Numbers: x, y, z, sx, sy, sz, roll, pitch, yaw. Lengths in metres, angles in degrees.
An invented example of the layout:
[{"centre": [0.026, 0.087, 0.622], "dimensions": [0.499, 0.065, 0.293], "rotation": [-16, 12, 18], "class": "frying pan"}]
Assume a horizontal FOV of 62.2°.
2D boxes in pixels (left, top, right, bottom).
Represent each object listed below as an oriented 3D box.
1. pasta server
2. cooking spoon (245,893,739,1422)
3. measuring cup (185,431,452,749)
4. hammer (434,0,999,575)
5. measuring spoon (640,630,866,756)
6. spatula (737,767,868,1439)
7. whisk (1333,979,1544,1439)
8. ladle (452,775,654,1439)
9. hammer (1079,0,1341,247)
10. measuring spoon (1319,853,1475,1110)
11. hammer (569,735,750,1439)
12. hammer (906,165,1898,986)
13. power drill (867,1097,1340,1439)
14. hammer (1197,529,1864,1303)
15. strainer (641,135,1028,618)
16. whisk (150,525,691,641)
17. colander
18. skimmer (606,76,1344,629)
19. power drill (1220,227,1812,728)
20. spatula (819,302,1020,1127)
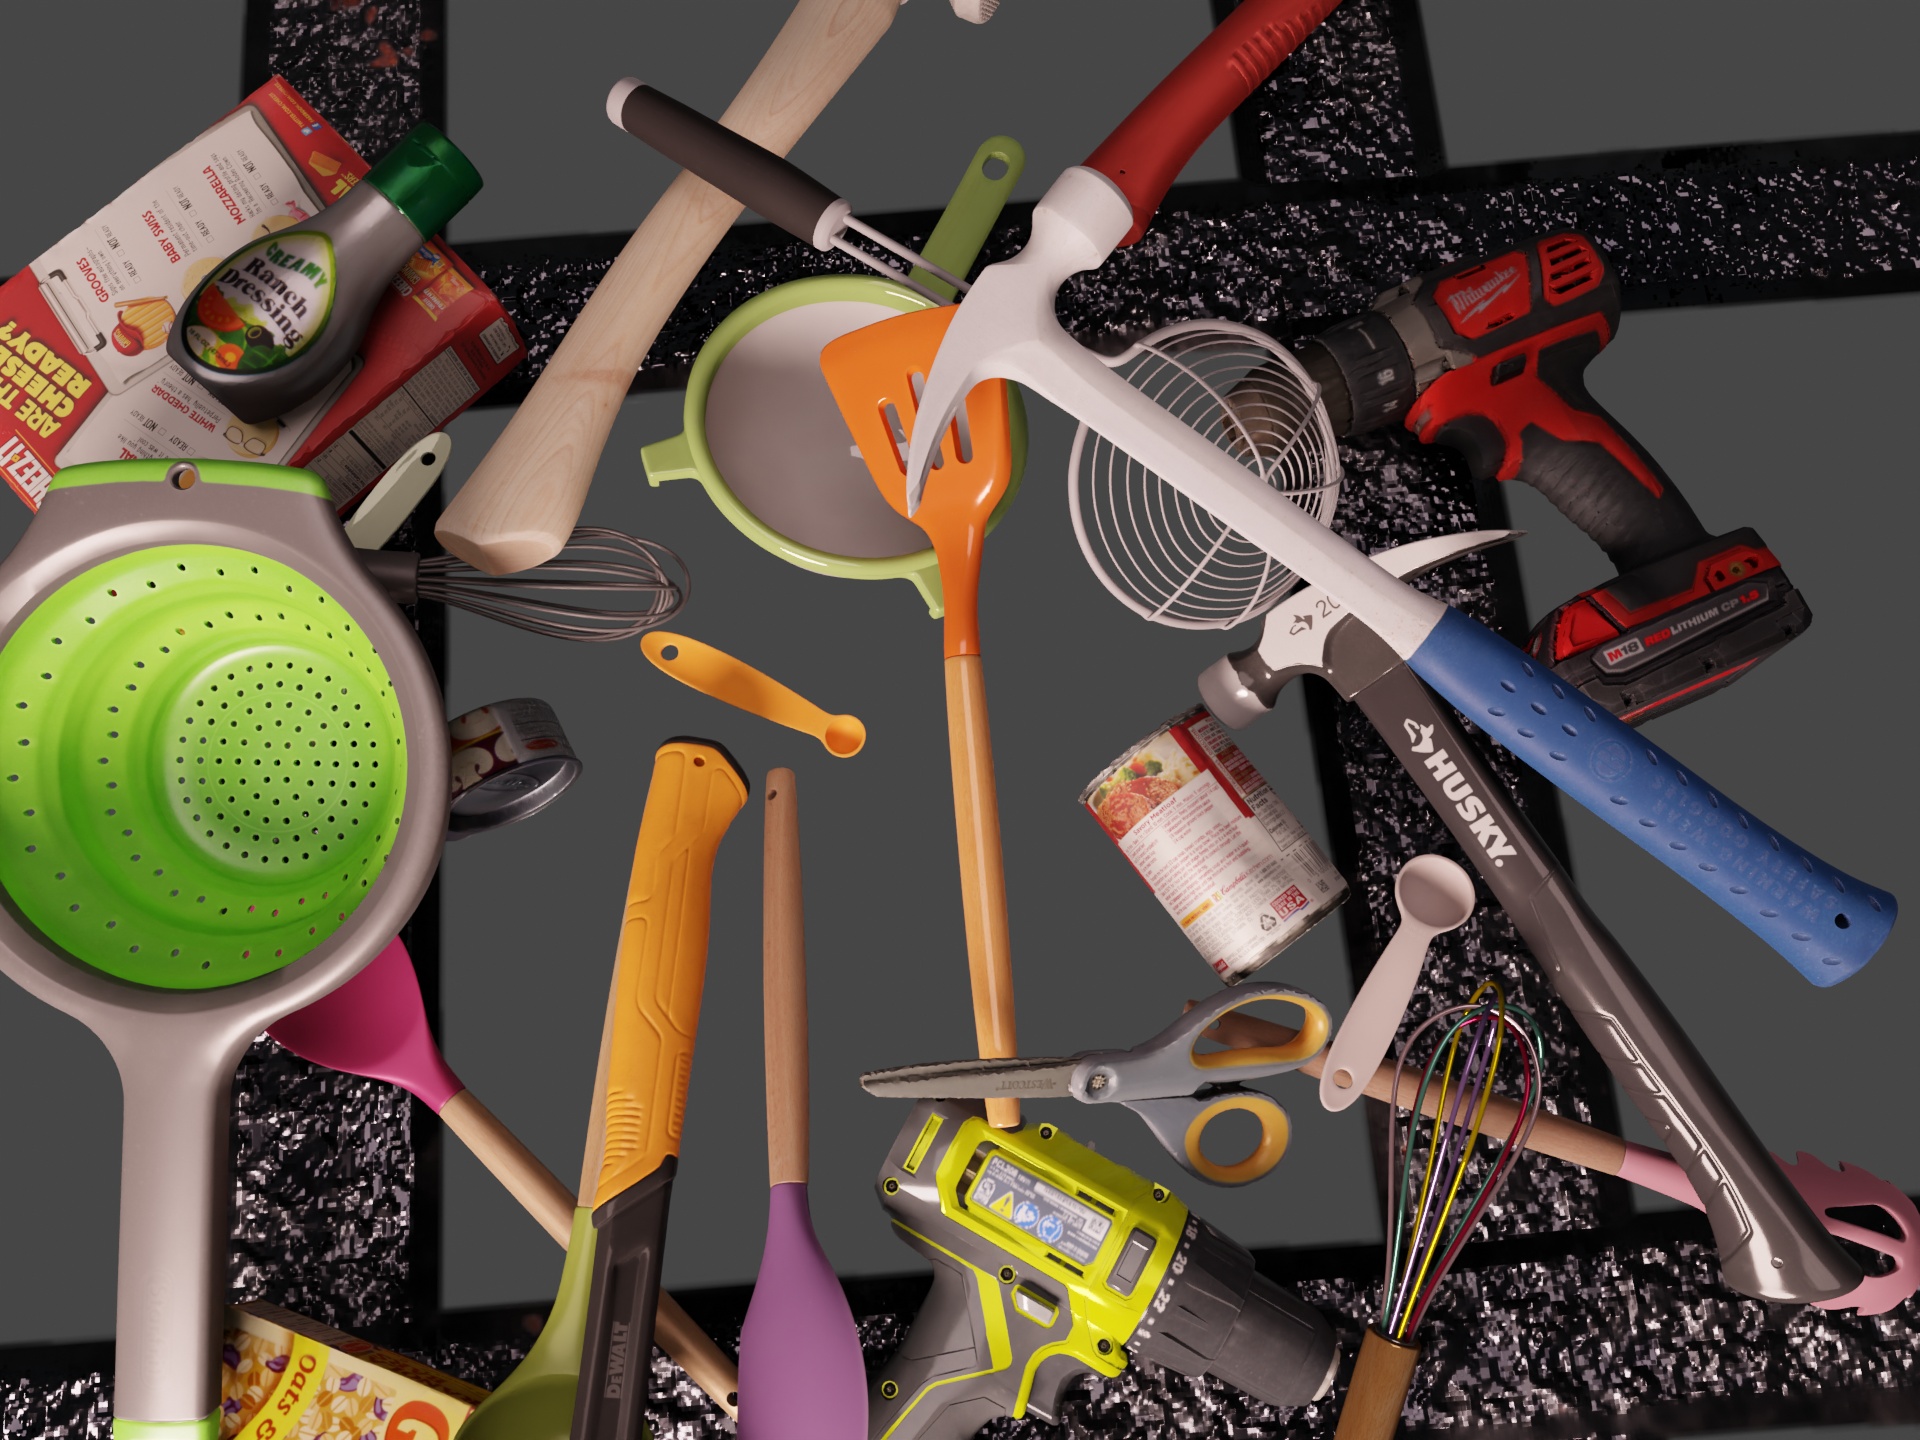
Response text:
[{"centre": [0.245, 0.173, 0.664], "dimensions": [0.316, 0.040, 0.060], "rotation": [17, 77, 10], "class": "pasta server"}, {"centre": [-0.198, 0.180, 0.674], "dimensions": [0.319, 0.017, 0.069], "rotation": [42, 78, 11], "class": "cooking spoon"}, {"centre": [-0.281, -0.060, 0.728], "dimensions": [0.083, 0.038, 0.167], "rotation": [31, 76, 8], "class": "measuring cup"}, {"centre": [-0.127, -0.244, 0.740], "dimensions": [0.146, 0.038, 0.411], "rotation": [24, 68, 8], "class": "hammer"}, {"centre": [-0.095, -0.012, 0.727], "dimensions": [0.117, 0.011, 0.021], "rotation": [25, 77, 11], "class": "measuring spoon"}, {"centre": [-0.067, 0.160, 0.635], "dimensions": [0.060, 0.018, 0.316], "rotation": [-21, 56, 25], "class": "spatula"}, {"centre": [0.178, 0.220, 0.626], "dimensions": [0.051, 0.047, 0.245], "rotation": [15, 92, -27], "class": "whisk"}, {"centre": [-0.142, 0.169, 0.642], "dimensions": [0.078, 0.062, 0.320], "rotation": [10, 67, -11], "class": "ladle"}, {"centre": [0.166, -0.373, 0.799], "dimensions": [0.149, 0.036, 0.359], "rotation": [42, 80, 11], "class": "hammer"}, {"centre": [0.181, 0.112, 0.675], "dimensions": [0.034, 0.018, 0.124], "rotation": [29, 69, 10], "class": "measuring spoon"}, {"centre": [-0.131, 0.157, 0.616], "dimensions": [0.127, 0.034, 0.337], "rotation": [12, 60, -17], "class": "hammer"}, {"centre": [0.160, -0.034, 0.591], "dimensions": [0.405, 0.035, 0.144], "rotation": [37, 85, 3], "class": "hammer"}, {"centre": [0.021, 0.279, 0.615], "dimensions": [0.190, 0.080, 0.228], "rotation": [28, 75, 9], "class": "power drill"}, {"centre": [0.242, 0.076, 0.634], "dimensions": [0.146, 0.035, 0.335], "rotation": [-39, 76, 29], "class": "hammer"}, {"centre": [-0.029, -0.164, 0.739], "dimensions": [0.151, 0.069, 0.256], "rotation": [25, 65, -1], "class": "strainer"}, {"centre": [-0.238, -0.065, 0.693], "dimensions": [0.239, 0.055, 0.055], "rotation": [3, 75, -16], "class": "whisk"}, {"centre": [-0.297, 0.099, 0.641], "dimensions": [0.204, 0.094, 0.397], "rotation": [1, 89, 0], "class": "colander"}, {"centre": [-0.001, -0.172, 0.692], "dimensions": [0.363, 0.090, 0.127], "rotation": [34, 85, 15], "class": "skimmer"}, {"centre": [0.240, -0.099, 0.708], "dimensions": [0.188, 0.080, 0.227], "rotation": [-23, 73, -5], "class": "power drill"}, {"centre": [-0.001, -0.002, 0.633], "dimensions": [0.081, 0.041, 0.323], "rotation": [-9, 81, 22], "class": "spatula"}]
